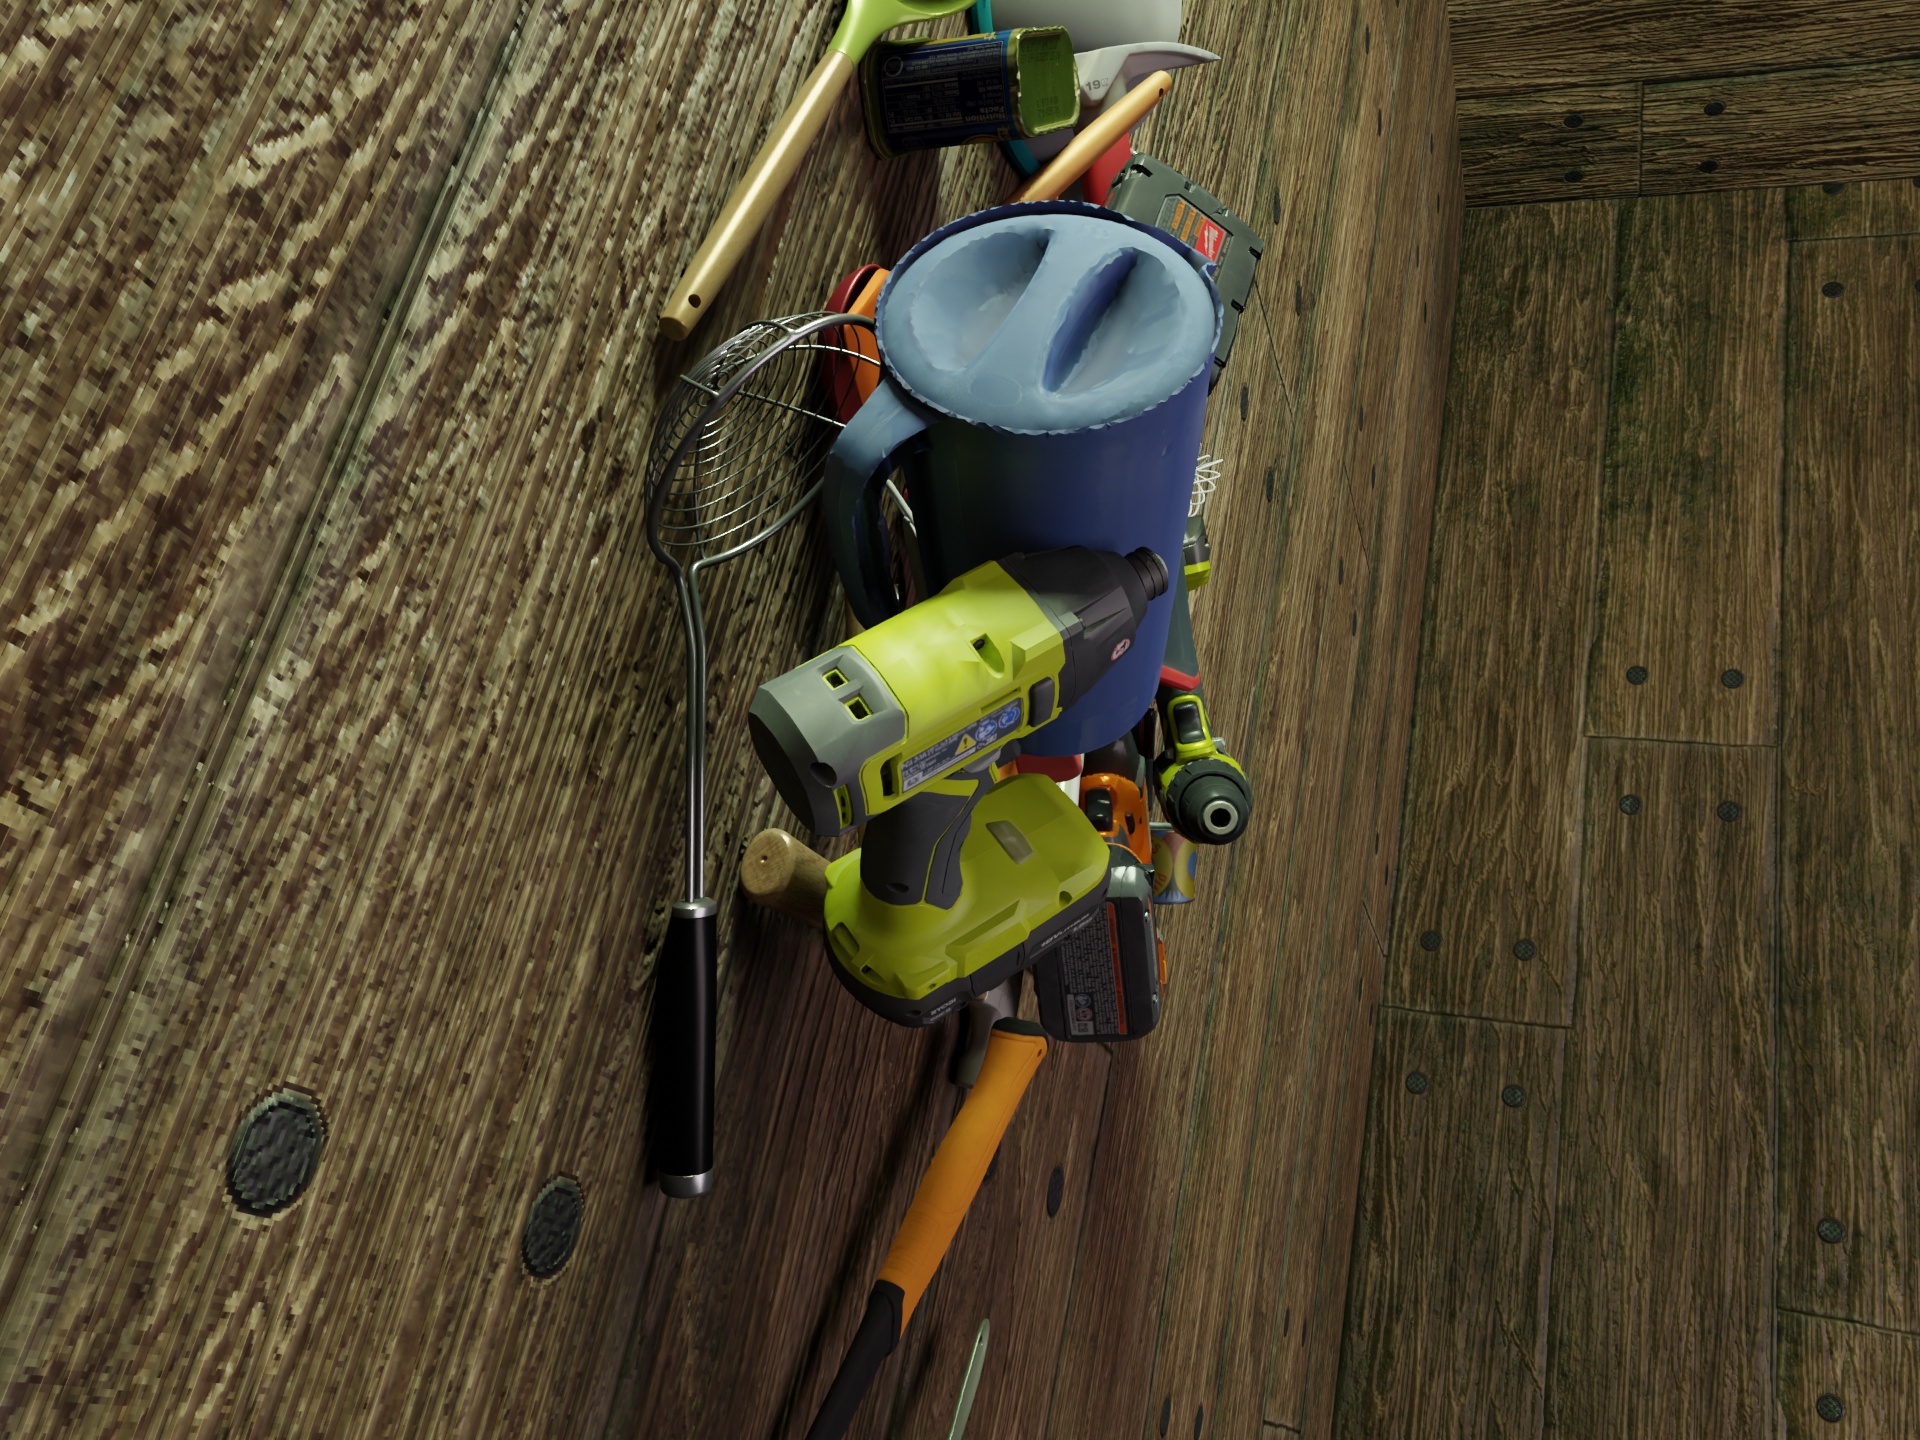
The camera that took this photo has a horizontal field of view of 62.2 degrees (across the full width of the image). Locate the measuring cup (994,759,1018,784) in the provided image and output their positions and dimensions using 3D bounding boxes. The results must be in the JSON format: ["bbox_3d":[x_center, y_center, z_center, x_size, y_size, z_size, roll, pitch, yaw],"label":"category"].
[{"bbox_3d":[0.025,0.045,0.957,0.173,0.052,0.095,60,39,-50],"label":"measuring cup"}]

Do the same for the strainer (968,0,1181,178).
[{"bbox_3d":[0.061,-0.452,0.926,0.340,0.095,0.211,13,81,-68],"label":"strainer"}]

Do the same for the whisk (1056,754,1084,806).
[{"bbox_3d":[0.068,0.004,1.002,0.057,0.059,0.247,73,19,-48],"label":"whisk"}]

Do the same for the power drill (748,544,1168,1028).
[{"bbox_3d":[0.007,0.027,0.665,0.171,0.080,0.223,-29,150,-18],"label":"power drill"}]

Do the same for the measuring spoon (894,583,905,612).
[{"bbox_3d":[-0.036,-0.018,0.812,0.034,0.018,0.124,77,8,-52],"label":"measuring spoon"}]

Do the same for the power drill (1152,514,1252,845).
[{"bbox_3d":[0.155,-0.024,1.120,0.190,0.080,0.228,-63,140,-84],"label":"power drill"}]

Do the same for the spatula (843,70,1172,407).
[{"bbox_3d":[0.031,-0.255,0.819,0.323,0.041,0.080,-49,143,-30],"label":"spatula"}]

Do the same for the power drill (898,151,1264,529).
[{"bbox_3d":[0.051,-0.181,0.819,0.078,0.219,0.143,31,60,-17],"label":"power drill"}]

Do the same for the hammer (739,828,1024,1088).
[{"bbox_3d":[-0.030,0.116,0.866,0.331,0.031,0.130,43,54,-61],"label":"hammer"}]

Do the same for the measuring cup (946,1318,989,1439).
[{"bbox_3d":[-0.022,0.418,0.918,0.168,0.038,0.083,-64,148,-47],"label":"measuring cup"}]

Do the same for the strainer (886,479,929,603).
[{"bbox_3d":[-0.001,-0.003,0.854,0.087,0.050,0.258,-127,-150,-74],"label":"strainer"}]

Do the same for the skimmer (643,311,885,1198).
[{"bbox_3d":[-0.083,0.019,0.650,0.127,0.090,0.363,-7,99,-69],"label":"skimmer"}]

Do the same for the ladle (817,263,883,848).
[{"bbox_3d":[-0.047,-0.062,0.773,0.069,0.031,0.315,-3,91,-71],"label":"ladle"}]

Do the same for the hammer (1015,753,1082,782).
[{"bbox_3d":[0.058,-0.131,0.964,0.149,0.037,0.359,48,39,-59],"label":"hammer"}]

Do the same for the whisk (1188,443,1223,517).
[{"bbox_3d":[0.124,-0.168,1.170,0.284,0.070,0.070,-29,119,-58],"label":"whisk"}]

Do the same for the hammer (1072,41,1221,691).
[{"bbox_3d":[0.119,-0.206,0.974,0.143,0.038,0.386,-23,113,-31],"label":"hammer"}]

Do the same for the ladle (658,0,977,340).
[{"bbox_3d":[-0.058,-0.288,0.718,0.078,0.062,0.320,39,55,-25],"label":"ladle"}]

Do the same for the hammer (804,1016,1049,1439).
[{"bbox_3d":[-0.027,0.301,0.848,0.337,0.034,0.127,-58,144,-38],"label":"hammer"}]

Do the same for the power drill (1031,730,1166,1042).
[{"bbox_3d":[0.091,0.088,1.053,0.227,0.084,0.164,-73,157,-65],"label":"power drill"}]
